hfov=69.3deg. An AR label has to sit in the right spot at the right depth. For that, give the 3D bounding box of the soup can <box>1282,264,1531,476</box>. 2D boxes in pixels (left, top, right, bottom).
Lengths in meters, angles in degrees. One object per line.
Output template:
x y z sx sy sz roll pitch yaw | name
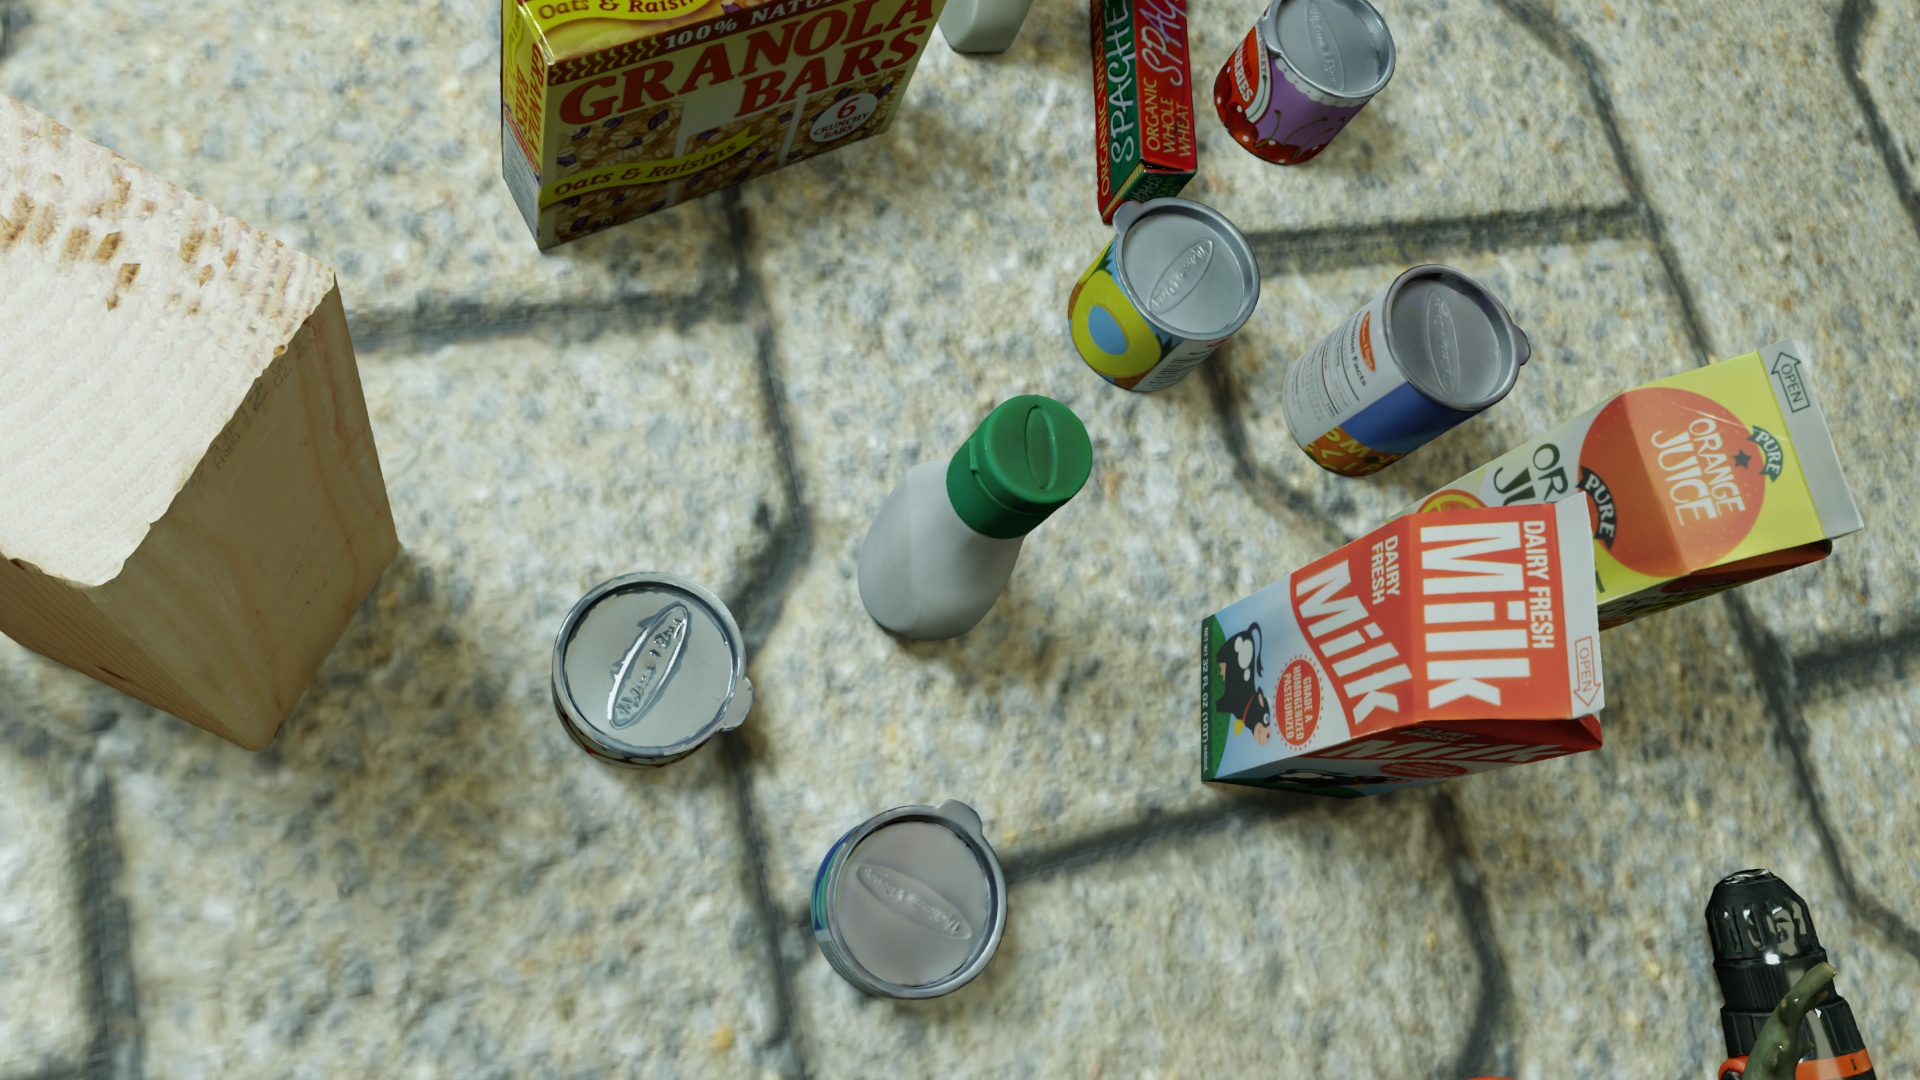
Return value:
0.193 -0.072 0.609 0.071 0.083 0.071 6 71 -17 | soup can

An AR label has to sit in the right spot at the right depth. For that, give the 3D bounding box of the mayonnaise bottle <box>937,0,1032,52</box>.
0.025 -0.274 0.586 0.041 0.147 0.065 -4 74 -20 | mayonnaise bottle

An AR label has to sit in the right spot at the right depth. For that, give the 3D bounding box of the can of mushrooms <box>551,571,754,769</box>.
-0.109 0.048 0.495 0.071 0.033 0.071 6 70 -17 | can of mushrooms

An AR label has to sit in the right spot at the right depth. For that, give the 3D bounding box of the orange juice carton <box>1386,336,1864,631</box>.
0.262 -0.009 0.551 0.073 0.192 0.072 -6 75 -20 | orange juice carton

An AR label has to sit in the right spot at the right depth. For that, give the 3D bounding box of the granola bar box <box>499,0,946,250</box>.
-0.090 -0.182 0.529 0.166 0.123 0.039 -27 83 -24 | granola bar box

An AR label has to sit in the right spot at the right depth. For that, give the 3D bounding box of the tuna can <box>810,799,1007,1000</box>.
-0.018 0.128 0.499 0.071 0.032 0.071 6 70 -17 | tuna can

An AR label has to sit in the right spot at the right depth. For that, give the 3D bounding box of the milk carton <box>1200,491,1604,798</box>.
0.161 0.044 0.500 0.073 0.190 0.072 9 70 -16 | milk carton

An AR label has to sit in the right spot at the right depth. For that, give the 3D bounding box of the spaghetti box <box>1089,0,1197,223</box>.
0.082 -0.268 0.658 0.029 0.050 0.251 5 70 -17 | spaghetti box

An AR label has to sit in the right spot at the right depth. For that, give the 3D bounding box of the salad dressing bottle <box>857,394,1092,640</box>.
0.002 -0.006 0.488 0.044 0.147 0.064 3 72 -18 | salad dressing bottle

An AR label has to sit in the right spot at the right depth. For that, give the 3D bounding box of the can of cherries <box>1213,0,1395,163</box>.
0.161 -0.224 0.664 0.071 0.058 0.071 6 71 -17 | can of cherries

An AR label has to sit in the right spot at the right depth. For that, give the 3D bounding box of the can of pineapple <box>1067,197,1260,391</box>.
0.085 -0.106 0.599 0.071 0.057 0.071 6 71 -17 | can of pineapple
